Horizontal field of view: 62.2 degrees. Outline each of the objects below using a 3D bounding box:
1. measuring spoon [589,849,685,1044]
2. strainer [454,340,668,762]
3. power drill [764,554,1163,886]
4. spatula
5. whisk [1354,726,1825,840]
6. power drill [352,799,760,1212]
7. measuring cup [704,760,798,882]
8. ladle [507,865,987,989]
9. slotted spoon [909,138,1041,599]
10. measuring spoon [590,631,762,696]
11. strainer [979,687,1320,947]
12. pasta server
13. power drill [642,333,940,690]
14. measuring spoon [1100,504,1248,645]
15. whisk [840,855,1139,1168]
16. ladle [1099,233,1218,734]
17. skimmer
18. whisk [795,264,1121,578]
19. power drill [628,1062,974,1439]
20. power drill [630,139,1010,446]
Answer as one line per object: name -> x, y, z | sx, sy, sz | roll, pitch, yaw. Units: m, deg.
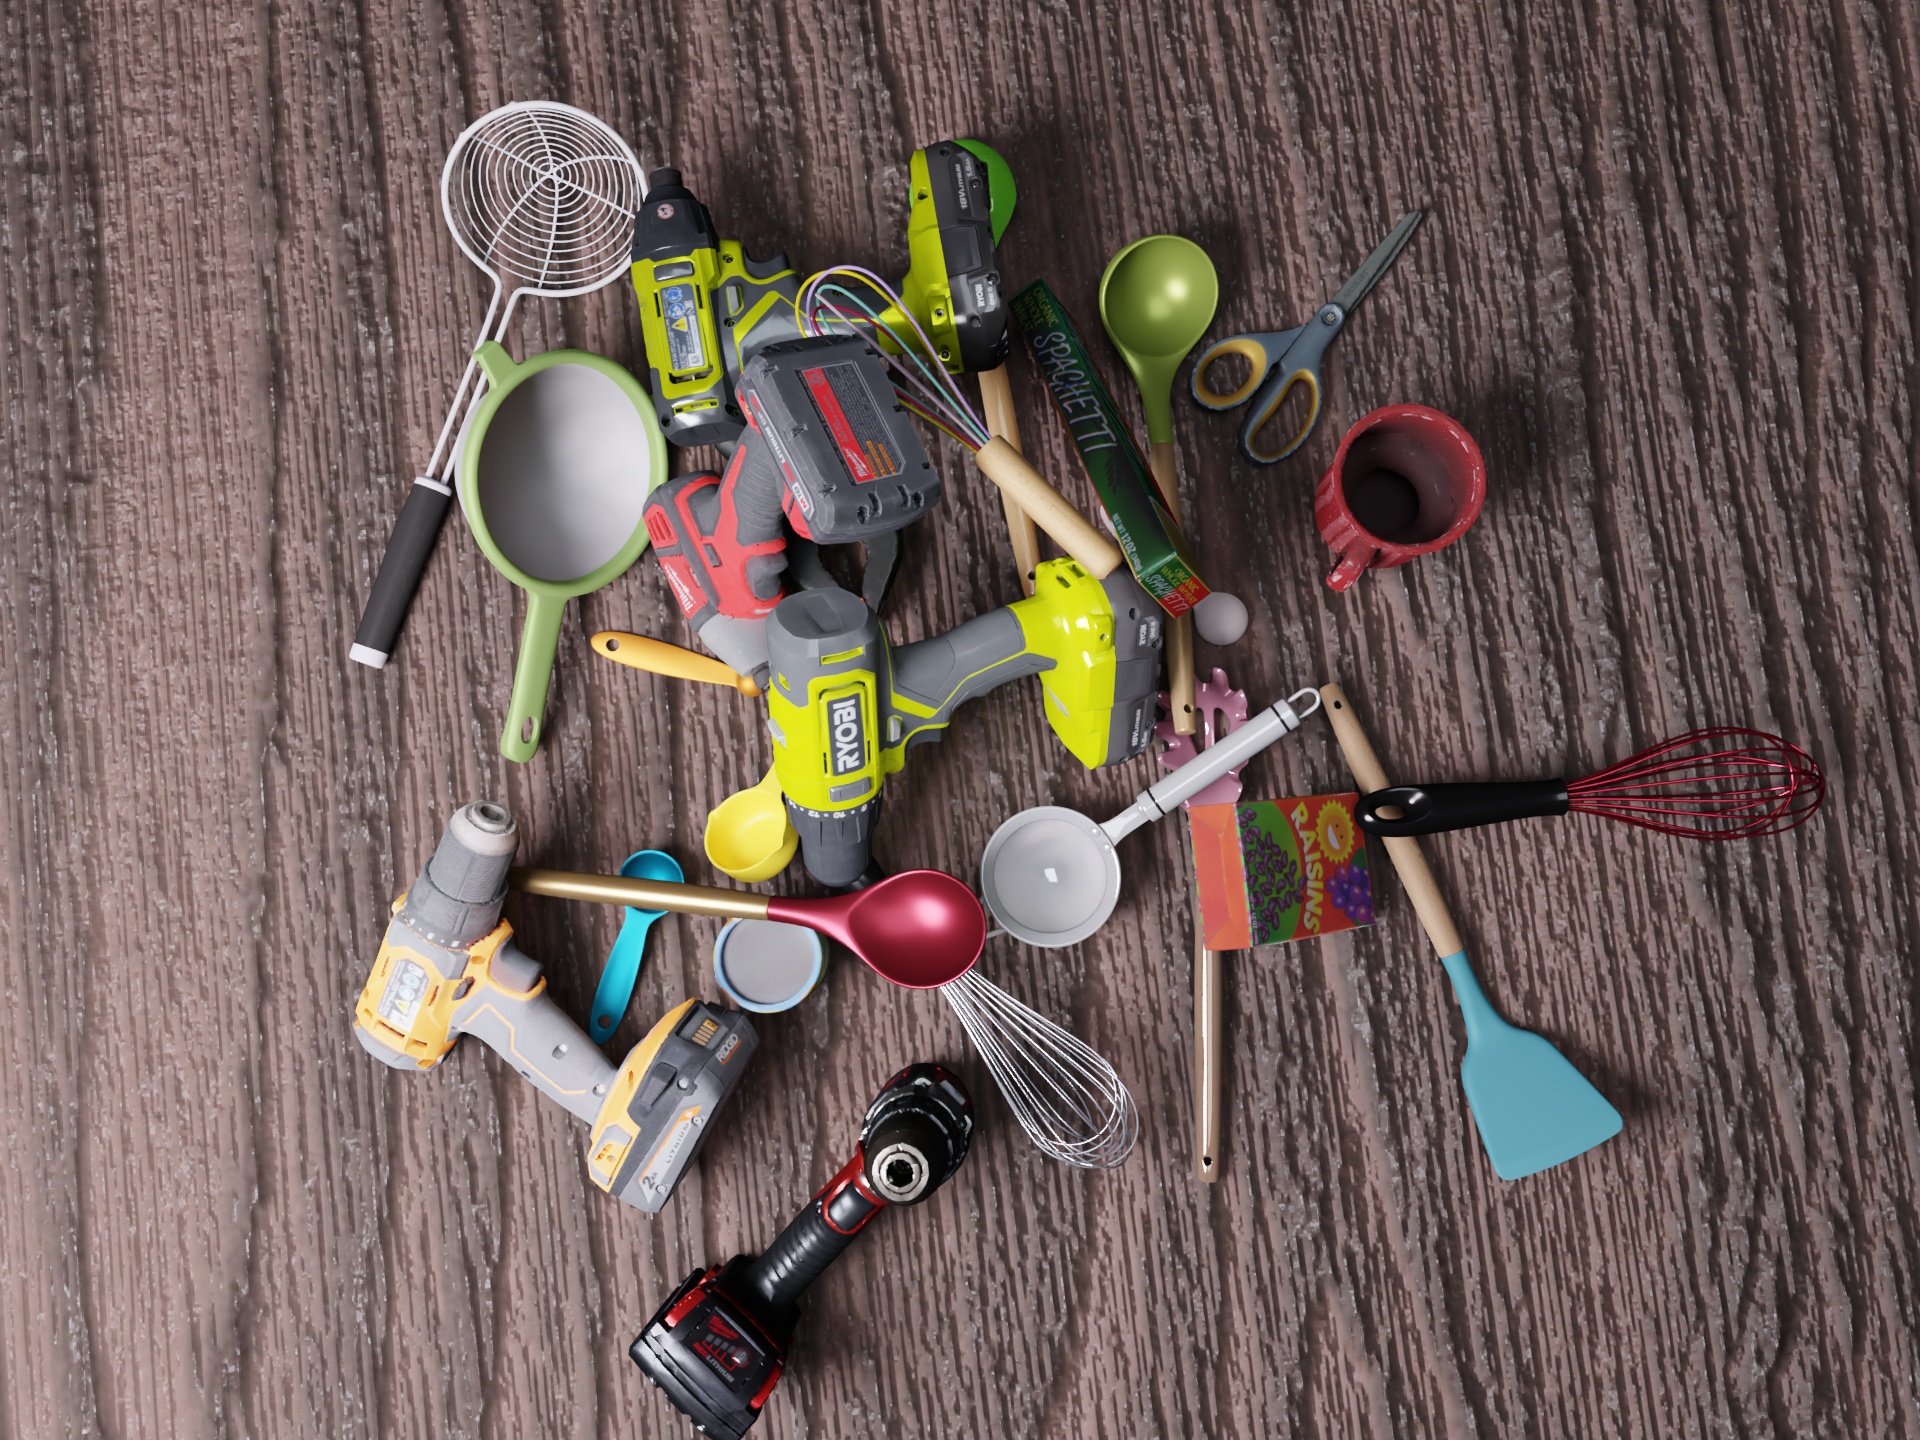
measuring spoon -> -0.206, 0.142, 0.999 | 0.042, 0.021, 0.128 | 19, 93, 1
strainer -> -0.269, -0.105, 0.993 | 0.069, 0.151, 0.256 | 17, 99, 37
power drill -> -0.001, -0.003, 0.936 | 0.228, 0.190, 0.080 | -16, 40, -19
spatula -> 0.298, 0.120, 0.986 | 0.082, 0.044, 0.317 | -24, 84, 1
whisk -> 0.388, 0.046, 0.977 | 0.296, 0.073, 0.073 | -5, 84, -3
power drill -> -0.234, 0.164, 0.932 | 0.226, 0.084, 0.185 | 30, 116, 3
measuring cup -> -0.103, 0.033, 1.003 | 0.062, 0.029, 0.156 | 19, 68, 33
ladle -> -0.137, 0.109, 0.937 | 0.315, 0.031, 0.069 | 5, 77, 11
slotted spoon -> 0.022, -0.232, 1.032 | 0.070, 0.031, 0.314 | -10, 86, 1
measuring spoon -> -0.181, -0.038, 1.017 | 0.117, 0.011, 0.021 | 15, 84, 1
strainer -> 0.110, 0.057, 0.971 | 0.258, 0.050, 0.087 | -35, 88, 9
pasta server -> 0.153, 0.126, 0.988 | 0.060, 0.040, 0.316 | -1, 85, 18
power drill -> -0.108, -0.114, 0.931 | 0.078, 0.219, 0.143 | -20, 80, -36
measuring spoon -> 0.136, -0.097, 1.021 | 0.124, 0.018, 0.034 | 45, 86, 5
whisk -> 0.002, 0.163, 0.978 | 0.070, 0.070, 0.285 | -43, 80, -4
ladle -> 0.131, -0.150, 0.987 | 0.078, 0.062, 0.320 | 0, 76, -12
skimmer -> -0.304, -0.204, 0.995 | 0.127, 0.090, 0.363 | 22, 86, -27
whisk -> -0.003, -0.167, 0.907 | 0.245, 0.051, 0.047 | 45, 53, 7
power drill -> -0.079, 0.294, 0.898 | 0.080, 0.188, 0.226 | 43, 90, 5
power drill -> -0.089, -0.275, 0.985 | 0.223, 0.080, 0.171 | -10, 85, 2
